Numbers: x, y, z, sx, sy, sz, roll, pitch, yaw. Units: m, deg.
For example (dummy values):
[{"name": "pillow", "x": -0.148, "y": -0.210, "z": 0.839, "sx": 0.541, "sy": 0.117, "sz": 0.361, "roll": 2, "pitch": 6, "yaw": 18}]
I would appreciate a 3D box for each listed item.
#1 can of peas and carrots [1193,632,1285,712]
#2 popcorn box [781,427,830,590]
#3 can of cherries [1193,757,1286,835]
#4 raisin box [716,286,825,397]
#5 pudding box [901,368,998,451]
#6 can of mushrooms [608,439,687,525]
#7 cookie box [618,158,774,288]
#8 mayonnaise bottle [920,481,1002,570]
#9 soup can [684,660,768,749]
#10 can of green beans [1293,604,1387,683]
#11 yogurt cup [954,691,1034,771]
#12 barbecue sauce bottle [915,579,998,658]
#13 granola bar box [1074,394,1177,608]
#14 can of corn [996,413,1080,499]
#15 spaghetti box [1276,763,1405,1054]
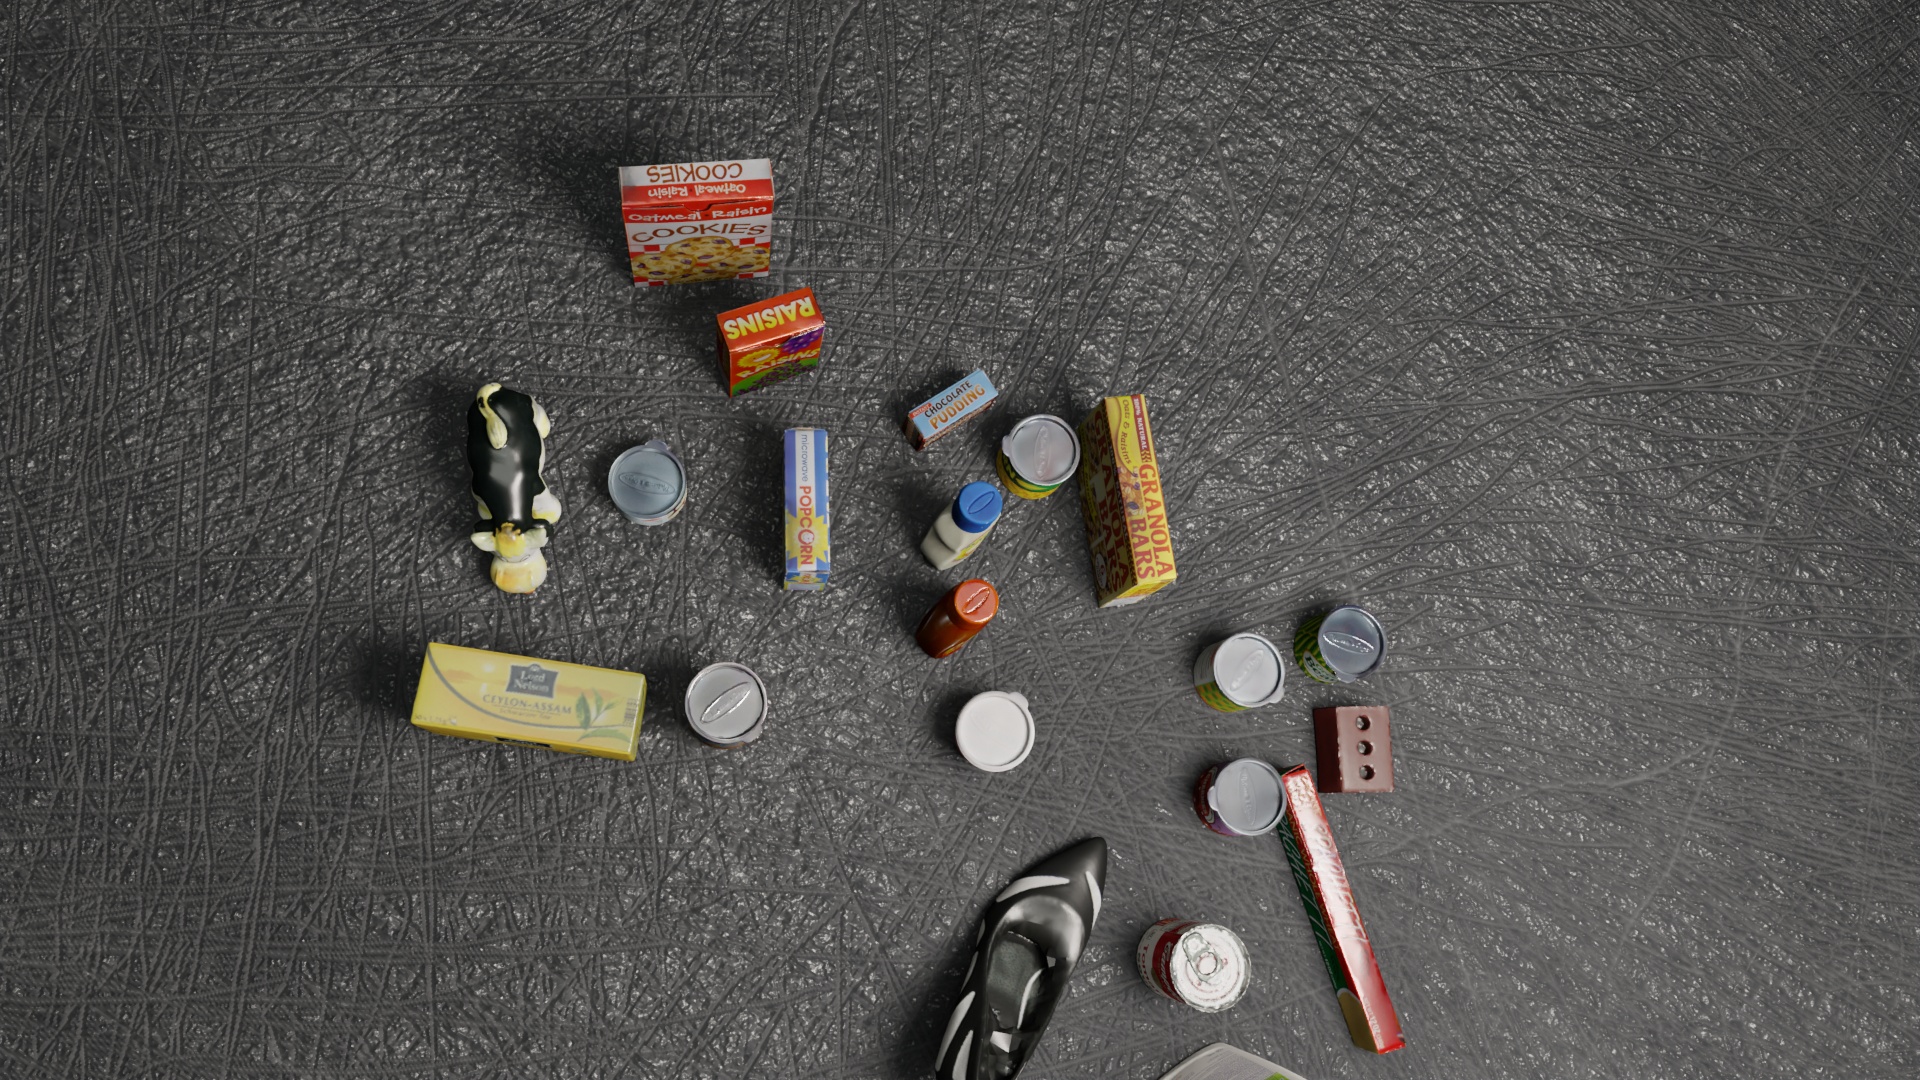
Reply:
[{"name": "can of peas and carrots", "x": 0.251, "y": 0.121, "z": 1.247, "sx": 0.071, "sy": 0.058, "sz": 0.071, "roll": 2, "pitch": 77, "yaw": -9}, {"name": "popcorn box", "x": -0.134, "y": -0.026, "z": 1.199, "sx": 0.038, "sy": 0.085, "sz": 0.127, "roll": 0, "pitch": 78, "yaw": -10}, {"name": "can of cherries", "x": 0.242, "y": 0.226, "z": 1.221, "sx": 0.071, "sy": 0.058, "sz": 0.071, "roll": 2, "pitch": 77, "yaw": -9}, {"name": "raisin box", "x": -0.167, "y": -0.170, "z": 1.207, "sx": 0.086, "sy": 0.123, "sz": 0.040, "roll": -19, "pitch": 82, "yaw": -13}, {"name": "pudding box", "x": -0.010, "y": -0.118, "z": 1.260, "sx": 0.084, "sy": 0.049, "sz": 0.030, "roll": -33, "pitch": 85, "yaw": -15}, {"name": "can of mushrooms", "x": -0.271, "y": -0.050, "z": 1.208, "sx": 0.071, "sy": 0.033, "sz": 0.071, "roll": 2, "pitch": 77, "yaw": -9}, {"name": "cookie box", "x": -0.226, "y": -0.270, "z": 1.197, "sx": 0.123, "sy": 0.167, "sz": 0.040, "roll": -7, "pitch": 79, "yaw": -11}, {"name": "mayonnaise bottle", "x": 0.004, "y": -0.015, "z": 1.188, "sx": 0.065, "sy": 0.147, "sz": 0.041, "roll": -39, "pitch": 87, "yaw": -15}, {"name": "soup can", "x": -0.193, "y": 0.140, "z": 1.152, "sx": 0.071, "sy": 0.083, "sz": 0.071, "roll": 2, "pitch": 77, "yaw": -9}, {"name": "can of green beans", "x": 0.346, "y": 0.096, "z": 1.269, "sx": 0.071, "sy": 0.057, "sz": 0.071, "roll": 2, "pitch": 77, "yaw": -9}, {"name": "yogurt cup", "x": 0.026, "y": 0.166, "z": 1.200, "sx": 0.072, "sy": 0.054, "sz": 0.072, "roll": 2, "pitch": 77, "yaw": -9}, {"name": "barbecue sauce bottle", "x": 0.000, "y": 0.063, "z": 1.170, "sx": 0.065, "sy": 0.148, "sz": 0.043, "roll": -42, "pitch": 87, "yaw": -15}, {"name": "granola bar box", "x": 0.143, "y": -0.032, "z": 1.229, "sx": 0.039, "sy": 0.124, "sz": 0.166, "roll": -6, "pitch": 79, "yaw": -11}, {"name": "can of corn", "x": 0.067, "y": -0.075, "z": 1.260, "sx": 0.071, "sy": 0.058, "sz": 0.071, "roll": 2, "pitch": 77, "yaw": -9}, {"name": "spaghetti box", "x": 0.325, "y": 0.320, "z": 1.218, "sx": 0.029, "sy": 0.050, "sz": 0.250, "roll": -16, "pitch": 81, "yaw": -13}]
